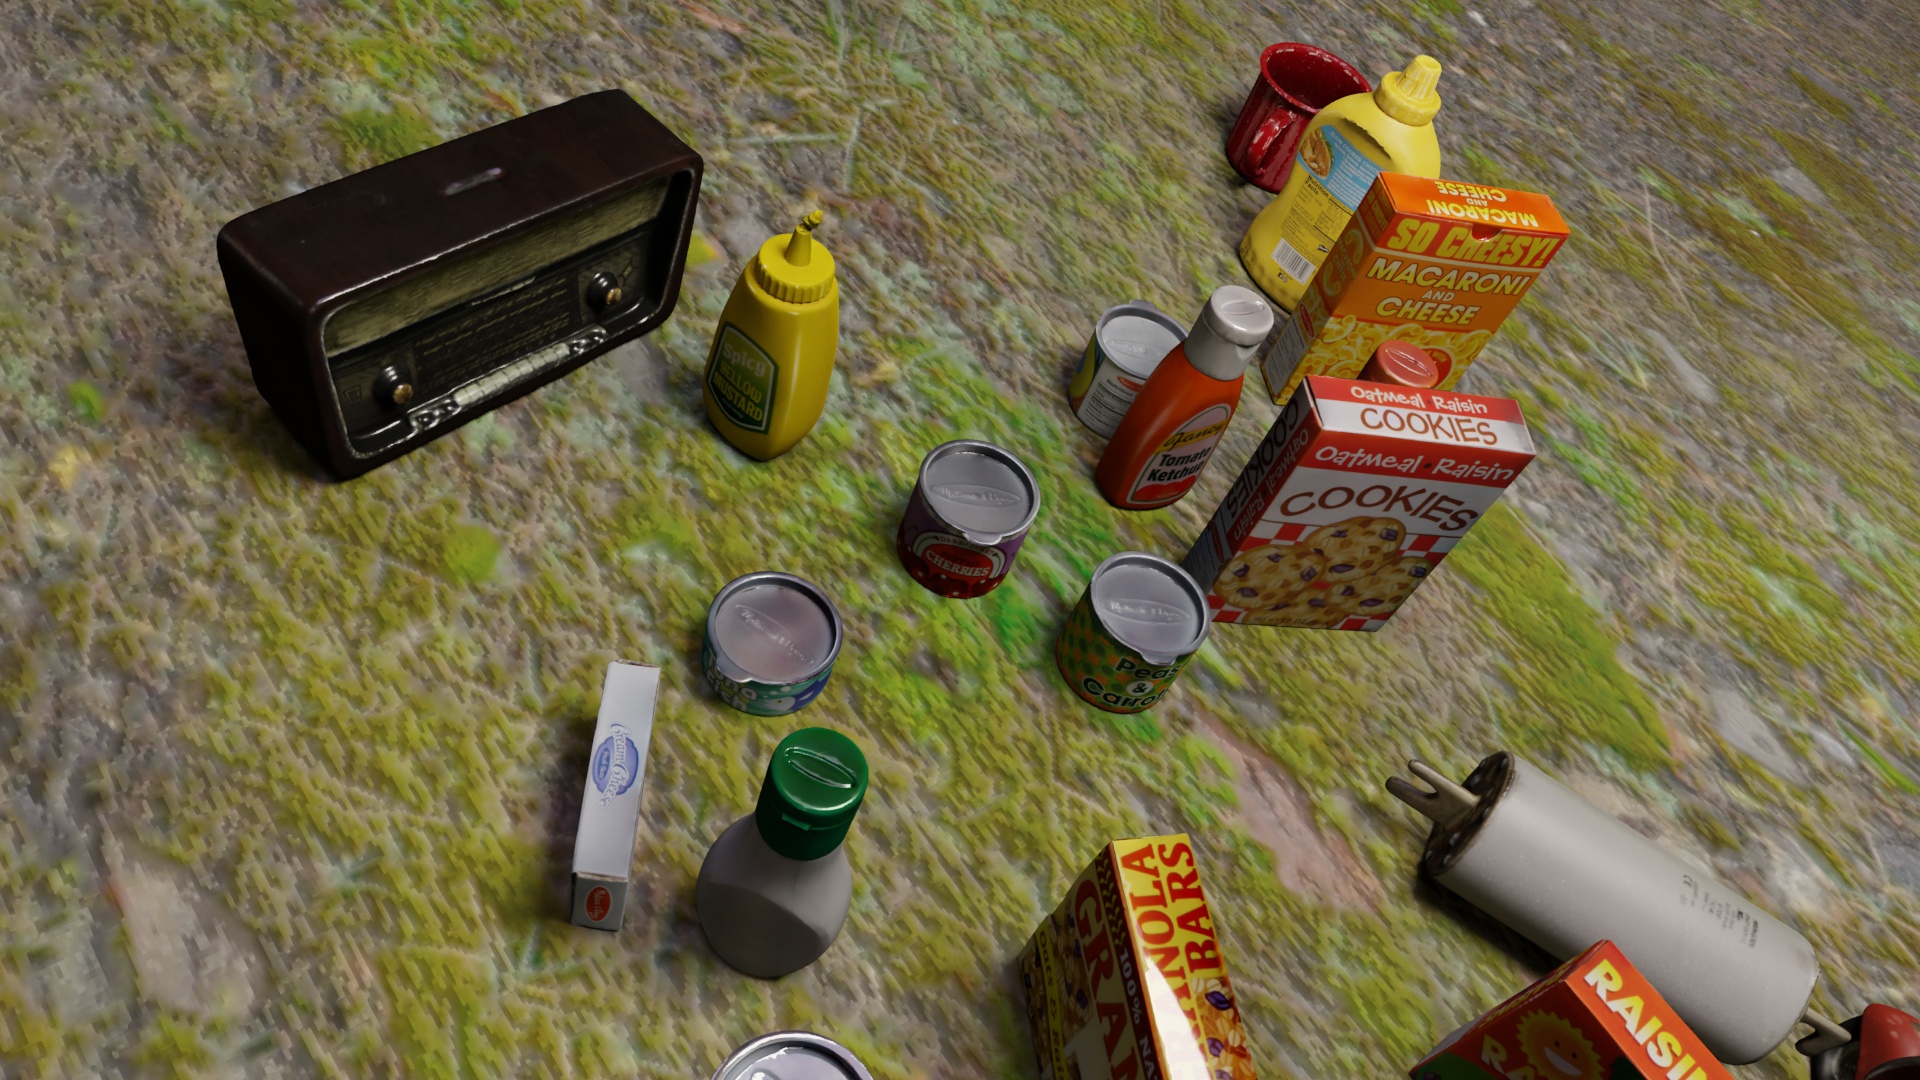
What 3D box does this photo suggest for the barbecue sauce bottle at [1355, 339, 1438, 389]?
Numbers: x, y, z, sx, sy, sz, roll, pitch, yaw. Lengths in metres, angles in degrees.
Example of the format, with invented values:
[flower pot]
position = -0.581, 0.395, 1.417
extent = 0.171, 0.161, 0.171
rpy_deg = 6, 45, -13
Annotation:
[barbecue sauce bottle]
position = 0.219, -0.050, 0.794
extent = 0.065, 0.147, 0.044
rpy_deg = 32, 50, 7

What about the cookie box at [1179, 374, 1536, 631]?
[cookie box]
position = 0.207, -0.015, 0.750
extent = 0.123, 0.166, 0.040
rpy_deg = 5, 52, -16

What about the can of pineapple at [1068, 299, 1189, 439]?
[can of pineapple]
position = 0.106, -0.104, 0.858
extent = 0.071, 0.057, 0.071
rpy_deg = 10, 50, -12

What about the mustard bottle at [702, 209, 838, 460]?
[mustard bottle]
position = -0.095, -0.111, 0.726
extent = 0.065, 0.159, 0.049
rpy_deg = 39, 51, 13

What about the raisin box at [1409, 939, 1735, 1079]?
[raisin box]
position = 0.264, 0.237, 0.597
extent = 0.040, 0.122, 0.086
rpy_deg = -22, 62, -32

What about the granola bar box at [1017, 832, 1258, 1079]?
[granola bar box]
position = 0.071, 0.218, 0.545
extent = 0.039, 0.123, 0.166
rpy_deg = 2, 53, -18

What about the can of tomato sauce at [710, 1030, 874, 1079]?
[can of tomato sauce]
position = -0.070, 0.230, 0.514
extent = 0.071, 0.082, 0.071
rpy_deg = 10, 51, -12

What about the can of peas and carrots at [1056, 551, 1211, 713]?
[can of peas and carrots]
position = 0.090, 0.051, 0.728
extent = 0.071, 0.058, 0.071
rpy_deg = 10, 50, -12

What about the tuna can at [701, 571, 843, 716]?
[tuna can]
position = -0.094, 0.052, 0.680
extent = 0.071, 0.032, 0.071
rpy_deg = 10, 50, -12

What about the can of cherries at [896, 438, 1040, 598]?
[can of cherries]
position = 0.003, -0.009, 0.746
extent = 0.071, 0.058, 0.072
rpy_deg = 10, 50, -12

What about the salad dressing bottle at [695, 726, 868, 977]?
[salad dressing bottle]
position = -0.069, 0.126, 0.554
extent = 0.064, 0.146, 0.044
rpy_deg = 25, 49, 1

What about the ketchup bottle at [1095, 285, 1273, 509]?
[ketchup bottle]
position = 0.129, -0.079, 0.786
extent = 0.065, 0.148, 0.044
rpy_deg = -12, 58, -27

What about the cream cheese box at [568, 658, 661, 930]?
[cream cheese box]
position = -0.150, 0.109, 0.602
extent = 0.024, 0.053, 0.104
rpy_deg = 9, 51, -12

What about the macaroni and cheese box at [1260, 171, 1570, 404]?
[macaroni and cheese box]
position = 0.285, -0.150, 0.885
extent = 0.124, 0.165, 0.040
rpy_deg = 3, 52, -17
